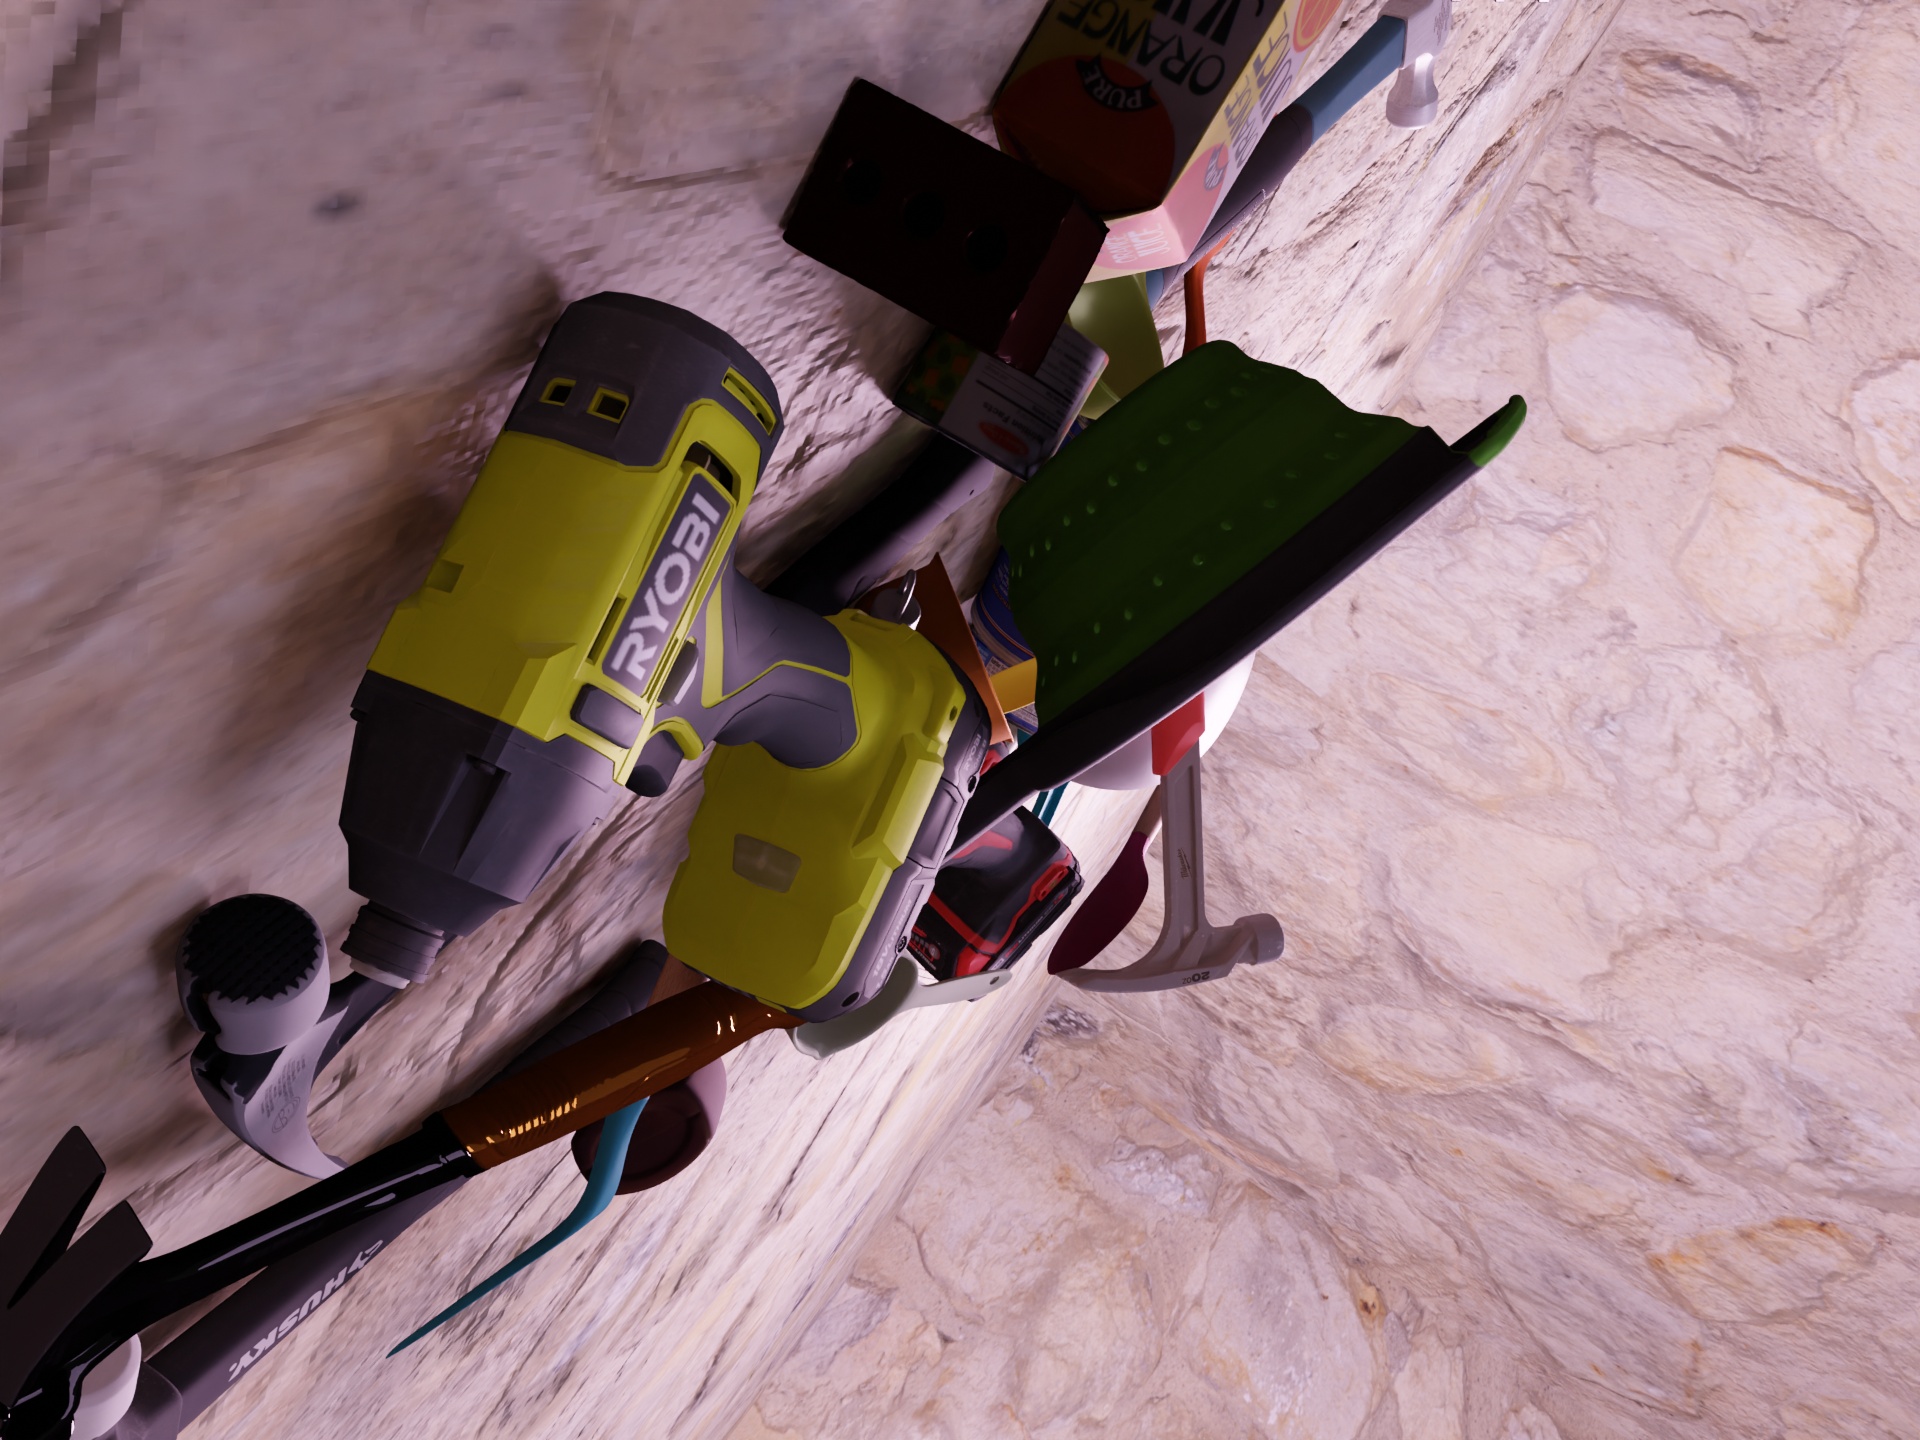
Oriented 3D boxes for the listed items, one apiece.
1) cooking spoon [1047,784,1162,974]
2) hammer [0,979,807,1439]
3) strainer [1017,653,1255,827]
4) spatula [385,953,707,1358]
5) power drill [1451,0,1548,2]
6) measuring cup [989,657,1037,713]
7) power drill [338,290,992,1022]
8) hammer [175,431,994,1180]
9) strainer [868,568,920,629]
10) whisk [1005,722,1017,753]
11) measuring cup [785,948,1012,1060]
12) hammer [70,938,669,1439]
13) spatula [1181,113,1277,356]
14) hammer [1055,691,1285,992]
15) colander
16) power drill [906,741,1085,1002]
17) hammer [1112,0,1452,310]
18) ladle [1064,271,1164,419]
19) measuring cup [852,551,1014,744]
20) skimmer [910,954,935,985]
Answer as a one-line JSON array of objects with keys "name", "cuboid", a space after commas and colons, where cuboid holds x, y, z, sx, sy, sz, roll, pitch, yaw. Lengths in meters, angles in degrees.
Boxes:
[{"name": "cooking spoon", "cuboid": [0.135, 0.068, 1.119, 0.069, 0.017, 0.319, -26, -162, 42]}, {"name": "hammer", "cuboid": [-0.140, 0.122, 0.510, 0.127, 0.034, 0.337, -53, 161, 28]}, {"name": "strainer", "cuboid": [0.112, 0.026, 1.080, 0.211, 0.095, 0.340, -6, 123, -60]}, {"name": "spatula", "cuboid": [-0.130, 0.119, 0.632, 0.317, 0.044, 0.082, -64, 167, 7]}, {"name": "power drill", "cuboid": [0.199, -0.374, 0.548, 0.190, 0.080, 0.228, 54, 41, -77]}, {"name": "measuring cup", "cuboid": [-0.001, -0.003, 0.818, 0.156, 0.062, 0.029, -23, 172, -29]}, {"name": "power drill", "cuboid": [-0.077, 0.009, 0.460, 0.171, 0.080, 0.223, -67, 155, -11]}, {"name": "hammer", "cuboid": [-0.100, -0.001, 0.573, 0.409, 0.036, 0.149, -47, 166, -41]}, {"name": "strainer", "cuboid": [-0.055, 0.018, 0.701, 0.258, 0.050, 0.087, 118, -11, -51]}, {"name": "whisk", "cuboid": [0.062, -0.034, 1.116, 0.246, 0.059, 0.058, -56, -150, 17]}, {"name": "measuring cup", "cuboid": [-0.034, 0.137, 0.864, 0.167, 0.038, 0.083, 3, 128, -50]}, {"name": "hammer", "cuboid": [-0.208, 0.180, 0.607, 0.335, 0.035, 0.146, -40, 158, -56]}, {"name": "spatula", "cuboid": [0.139, -0.180, 0.909, 0.081, 0.041, 0.322, -11, 110, -72]}, {"name": "hammer", "cuboid": [0.123, -0.017, 0.962, 0.037, 0.149, 0.359, -170, -104, -66]}, {"name": "colander", "cuboid": [0.025, -0.026, 0.621, 0.397, 0.094, 0.204, -39, 179, 28]}, {"name": "power drill", "cuboid": [-0.029, 0.094, 0.919, 0.188, 0.080, 0.226, -47, 152, -4]}, {"name": "hammer", "cuboid": [0.169, -0.301, 0.831, 0.331, 0.033, 0.128, -47, 149, -27]}, {"name": "ladle", "cuboid": [0.123, -0.280, 0.705, 0.078, 0.062, 0.320, 28, 92, -43]}, {"name": "measuring cup", "cuboid": [-0.020, -0.033, 0.765, 0.052, 0.095, 0.174, -22, -166, -1]}, {"name": "skimmer", "cuboid": [-0.002, 0.097, 1.085, 0.127, 0.090, 0.363, -50, 166, -17]}]
